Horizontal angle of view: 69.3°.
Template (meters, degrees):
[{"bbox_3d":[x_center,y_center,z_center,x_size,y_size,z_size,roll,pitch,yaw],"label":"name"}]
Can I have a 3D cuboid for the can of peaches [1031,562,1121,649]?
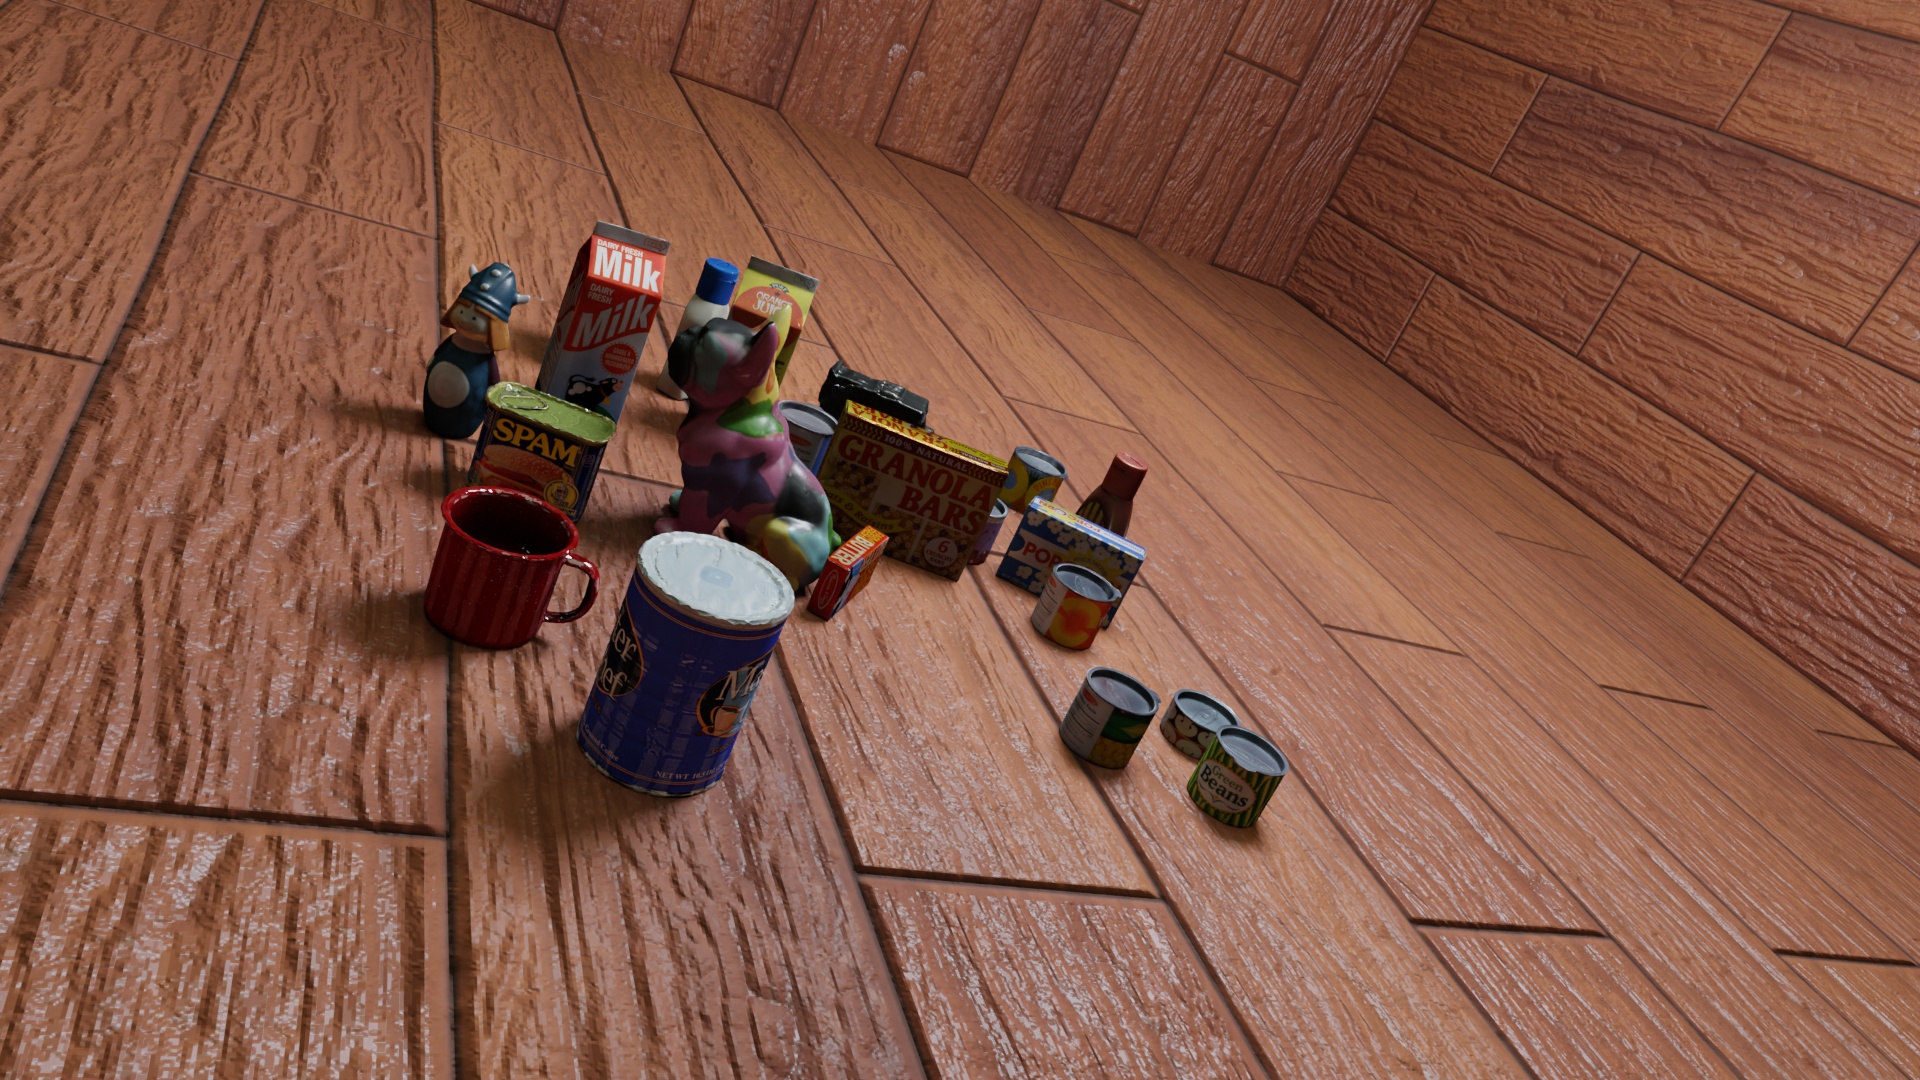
[{"bbox_3d":[0.110,0.064,1.334,0.071,0.057,0.071,21,23,-9],"label":"can of peaches"}]

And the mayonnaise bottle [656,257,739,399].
[{"bbox_3d":[-0.273,-0.222,1.457,0.041,0.147,0.065,26,22,4],"label":"mayonnaise bottle"}]

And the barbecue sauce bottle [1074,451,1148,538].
[{"bbox_3d":[0.147,-0.020,1.436,0.044,0.148,0.065,0,33,-46],"label":"barbecue sauce bottle"}]

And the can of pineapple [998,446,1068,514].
[{"bbox_3d":[0.082,-0.066,1.590,0.071,0.057,0.071,21,23,-9],"label":"can of pineapple"}]

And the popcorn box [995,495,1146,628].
[{"bbox_3d":[0.111,0.022,1.392,0.127,0.085,0.038,26,22,3],"label":"popcorn box"}]

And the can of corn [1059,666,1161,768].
[{"bbox_3d":[0.126,0.149,1.164,0.071,0.058,0.071,21,23,-9],"label":"can of corn"}]

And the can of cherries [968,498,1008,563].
[{"bbox_3d":[0.005,-0.018,1.406,0.071,0.058,0.072,21,23,-9],"label":"can of cherries"}]

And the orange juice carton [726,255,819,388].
[{"bbox_3d":[-0.207,-0.185,1.385,0.072,0.191,0.073,20,23,-11],"label":"orange juice carton"}]

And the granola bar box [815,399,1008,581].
[{"bbox_3d":[-0.053,-0.046,1.324,0.165,0.123,0.039,20,23,-11],"label":"granola bar box"}]

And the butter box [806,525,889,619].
[{"bbox_3d":[-0.098,0.027,1.213,0.024,0.053,0.104,28,23,7],"label":"butter box"}]

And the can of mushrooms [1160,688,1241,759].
[{"bbox_3d":[0.217,0.167,1.247,0.071,0.033,0.071,21,23,-9],"label":"can of mushrooms"}]

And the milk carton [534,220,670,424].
[{"bbox_3d":[-0.334,-0.202,1.297,0.072,0.189,0.074,12,25,-28],"label":"milk carton"}]

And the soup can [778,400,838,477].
[{"bbox_3d":[-0.161,-0.086,1.355,0.071,0.083,0.071,21,23,-9],"label":"soup can"}]

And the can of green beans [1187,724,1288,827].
[{"bbox_3d":[0.232,0.198,1.165,0.071,0.057,0.071,21,23,-9],"label":"can of green beans"}]
